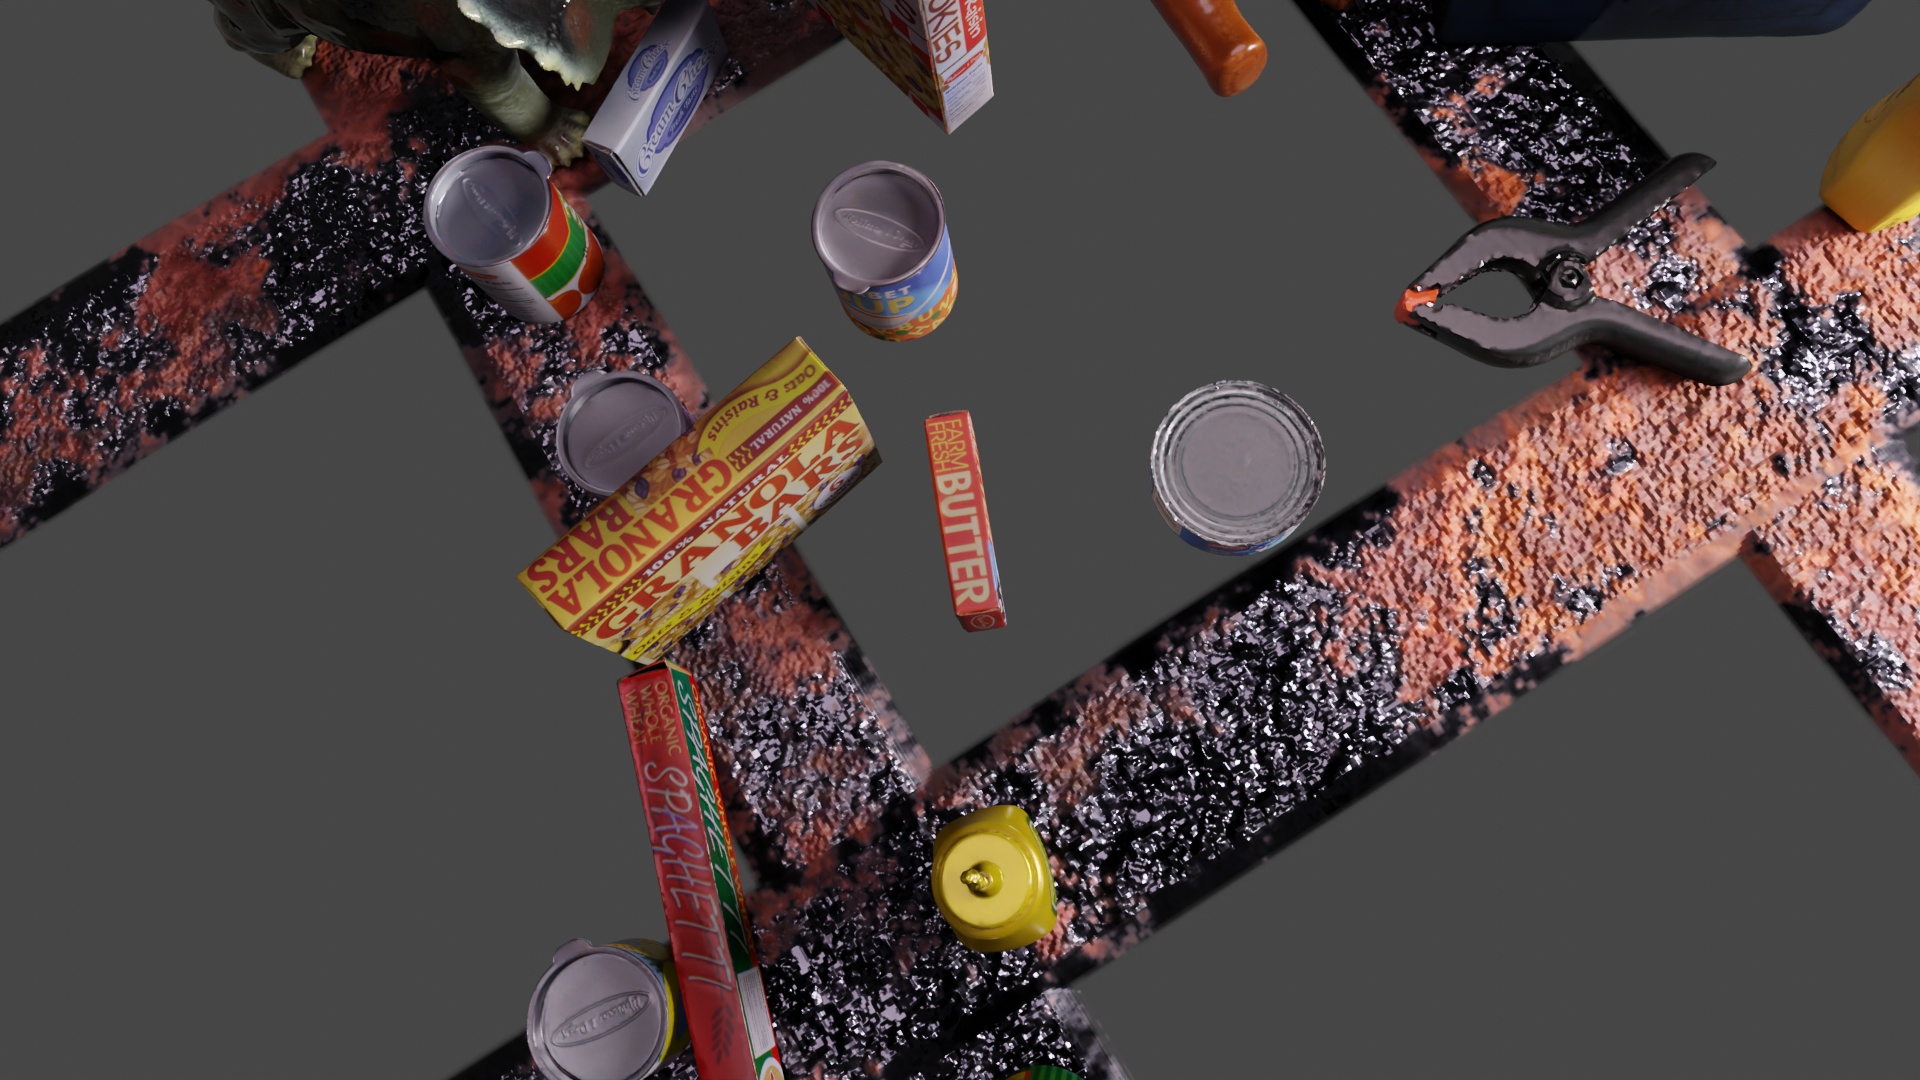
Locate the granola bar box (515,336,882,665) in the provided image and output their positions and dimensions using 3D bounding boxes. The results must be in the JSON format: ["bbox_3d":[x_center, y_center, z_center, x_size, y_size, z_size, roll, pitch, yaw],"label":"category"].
[{"bbox_3d":[-0.117,-0.013,0.672,0.166,0.124,0.039,-42,78,-5],"label":"granola bar box"}]

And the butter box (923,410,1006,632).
[{"bbox_3d":[0.002,-0.009,0.698,0.024,0.053,0.103,-10,77,3],"label":"butter box"}]

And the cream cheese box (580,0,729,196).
[{"bbox_3d":[-0.166,-0.246,0.765,0.024,0.053,0.104,26,81,10],"label":"cream cheese box"}]

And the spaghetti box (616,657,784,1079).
[{"bbox_3d":[-0.120,0.182,0.666,0.029,0.050,0.250,-16,77,1],"label":"spaghetti box"}]

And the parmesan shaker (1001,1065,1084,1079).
[{"bbox_3d":[0.034,0.274,0.606,0.071,0.103,0.071,-1,78,5],"label":"parmesan shaker"}]

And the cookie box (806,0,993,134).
[{"bbox_3d":[-0.043,-0.297,0.708,0.040,0.167,0.123,-42,78,-5],"label":"cookie box"}]

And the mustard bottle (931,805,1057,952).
[{"bbox_3d":[0.015,0.148,0.606,0.049,0.160,0.065,-17,77,1],"label":"mustard bottle"}]

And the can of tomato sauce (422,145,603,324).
[{"bbox_3d":[-0.233,-0.161,0.736,0.071,0.083,0.071,-1,78,4],"label":"can of tomato sauce"}]

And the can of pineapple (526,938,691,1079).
[{"bbox_3d":[-0.162,0.222,0.656,0.071,0.057,0.071,-1,77,4],"label":"can of pineapple"}]

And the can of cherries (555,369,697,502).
[{"bbox_3d":[-0.168,-0.050,0.718,0.071,0.058,0.071,-1,77,4],"label":"can of cherries"}]

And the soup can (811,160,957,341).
[{"bbox_3d":[-0.038,-0.144,0.716,0.071,0.083,0.071,-1,78,4],"label":"soup can"}]
